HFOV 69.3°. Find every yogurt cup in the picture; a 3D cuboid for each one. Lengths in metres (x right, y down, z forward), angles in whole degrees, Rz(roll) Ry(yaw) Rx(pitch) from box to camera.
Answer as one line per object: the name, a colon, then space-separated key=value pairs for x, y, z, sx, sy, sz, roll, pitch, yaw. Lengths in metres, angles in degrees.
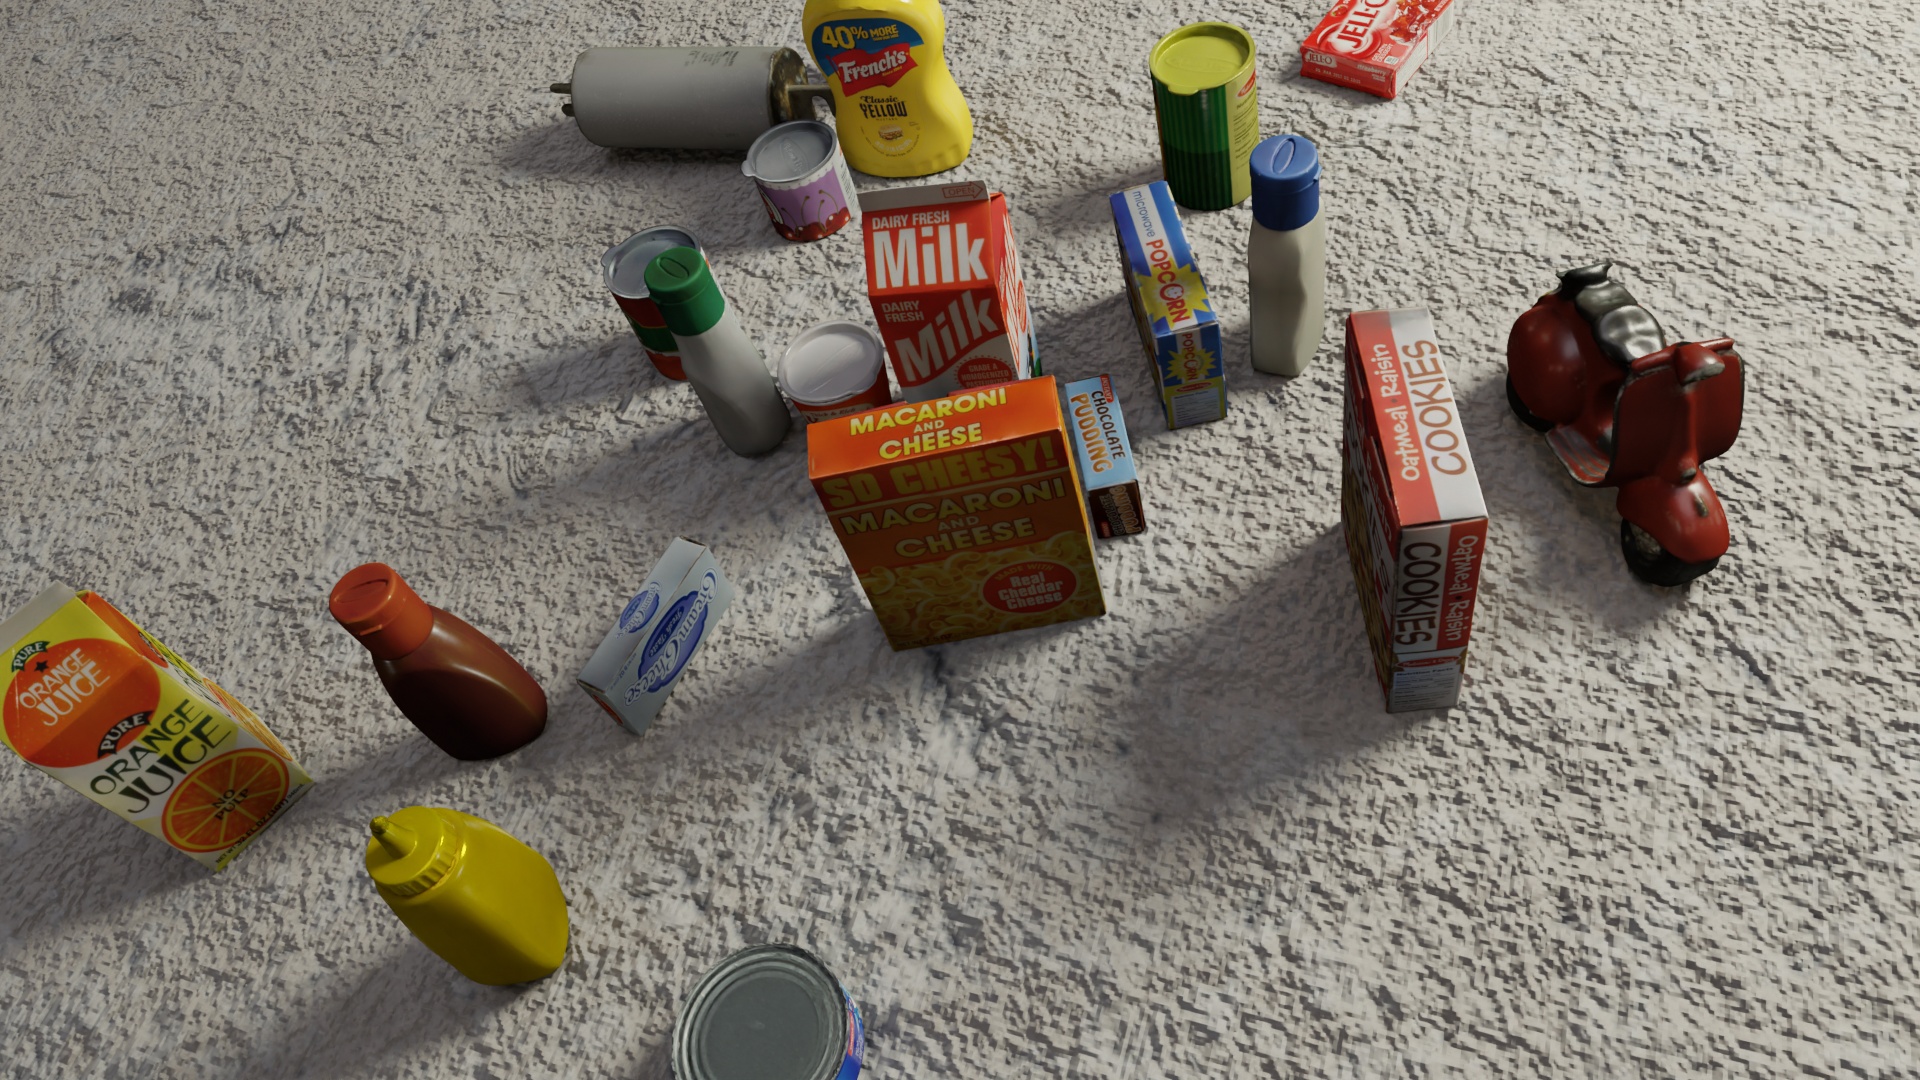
yogurt cup: x=-0.075 y=-0.096 z=0.871 sx=0.072 sy=0.053 sz=0.073 roll=-7 pitch=54 yaw=10

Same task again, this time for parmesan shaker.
parmesan shaker: x=0.160 y=-0.273 z=0.907 sx=0.071 sy=0.102 sz=0.071 roll=-7 pitch=54 yaw=10

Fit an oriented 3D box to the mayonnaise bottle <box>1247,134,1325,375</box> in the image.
mayonnaise bottle: x=0.186 y=-0.163 z=0.794 sx=0.041 sy=0.147 sz=0.065 roll=13 pitch=60 yaw=22

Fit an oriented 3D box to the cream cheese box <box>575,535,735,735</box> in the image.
cream cheese box: x=-0.171 y=0.054 z=0.789 sx=0.024 sy=0.053 sz=0.104 roll=17 pitch=61 yaw=25

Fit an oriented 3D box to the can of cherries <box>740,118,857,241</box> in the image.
can of cherries: x=-0.115 y=-0.256 z=0.992 sx=0.071 sy=0.058 sz=0.072 roll=-7 pitch=54 yaw=10

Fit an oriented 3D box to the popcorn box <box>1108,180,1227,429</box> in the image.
popcorn box: x=0.125 y=-0.142 z=0.834 sx=0.038 sy=0.085 sz=0.127 roll=-14 pitch=53 yaw=5

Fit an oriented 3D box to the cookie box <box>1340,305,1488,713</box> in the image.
cookie box: x=0.212 y=-0.011 z=0.667 sx=0.040 sy=0.166 sz=0.123 roll=-8 pitch=54 yaw=9

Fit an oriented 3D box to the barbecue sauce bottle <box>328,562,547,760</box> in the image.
barbecue sauce bottle: x=-0.283 y=0.067 z=0.749 sx=0.065 sy=0.148 sz=0.044 roll=-18 pitch=53 yaw=2

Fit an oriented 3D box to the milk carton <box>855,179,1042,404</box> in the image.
milk carton: x=-0.002 y=-0.130 z=0.792 sx=0.072 sy=0.189 sz=0.074 roll=-4 pitch=55 yaw=12

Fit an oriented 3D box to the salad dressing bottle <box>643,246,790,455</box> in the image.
salad dressing bottle: x=-0.147 y=-0.113 z=0.843 sx=0.064 sy=0.147 sz=0.044 roll=35 pitch=70 yaw=32

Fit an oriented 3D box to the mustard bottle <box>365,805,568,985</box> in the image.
mustard bottle: x=-0.240 y=0.163 z=0.663 sx=0.049 sy=0.159 sz=0.065 roll=-16 pitch=53 yaw=3

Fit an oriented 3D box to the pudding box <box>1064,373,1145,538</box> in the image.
pudding box: x=0.083 y=-0.049 z=0.800 sx=0.030 sy=0.049 sz=0.084 roll=-12 pitch=53 yaw=6

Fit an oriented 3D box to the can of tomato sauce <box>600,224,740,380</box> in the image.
can of tomato sauce: x=-0.192 y=-0.157 z=0.926 sx=0.071 sy=0.082 sz=0.071 roll=-7 pitch=54 yaw=10

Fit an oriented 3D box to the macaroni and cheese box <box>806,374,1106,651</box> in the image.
macaroni and cheese box: x=0.003 y=-0.009 z=0.720 sx=0.124 sy=0.165 sz=0.040 roll=-11 pitch=54 yaw=7

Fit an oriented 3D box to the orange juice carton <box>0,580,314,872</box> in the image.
orange juice carton: x=-0.444 y=0.096 z=0.742 sx=0.073 sy=0.191 sz=0.072 roll=33 pitch=69 yaw=31
